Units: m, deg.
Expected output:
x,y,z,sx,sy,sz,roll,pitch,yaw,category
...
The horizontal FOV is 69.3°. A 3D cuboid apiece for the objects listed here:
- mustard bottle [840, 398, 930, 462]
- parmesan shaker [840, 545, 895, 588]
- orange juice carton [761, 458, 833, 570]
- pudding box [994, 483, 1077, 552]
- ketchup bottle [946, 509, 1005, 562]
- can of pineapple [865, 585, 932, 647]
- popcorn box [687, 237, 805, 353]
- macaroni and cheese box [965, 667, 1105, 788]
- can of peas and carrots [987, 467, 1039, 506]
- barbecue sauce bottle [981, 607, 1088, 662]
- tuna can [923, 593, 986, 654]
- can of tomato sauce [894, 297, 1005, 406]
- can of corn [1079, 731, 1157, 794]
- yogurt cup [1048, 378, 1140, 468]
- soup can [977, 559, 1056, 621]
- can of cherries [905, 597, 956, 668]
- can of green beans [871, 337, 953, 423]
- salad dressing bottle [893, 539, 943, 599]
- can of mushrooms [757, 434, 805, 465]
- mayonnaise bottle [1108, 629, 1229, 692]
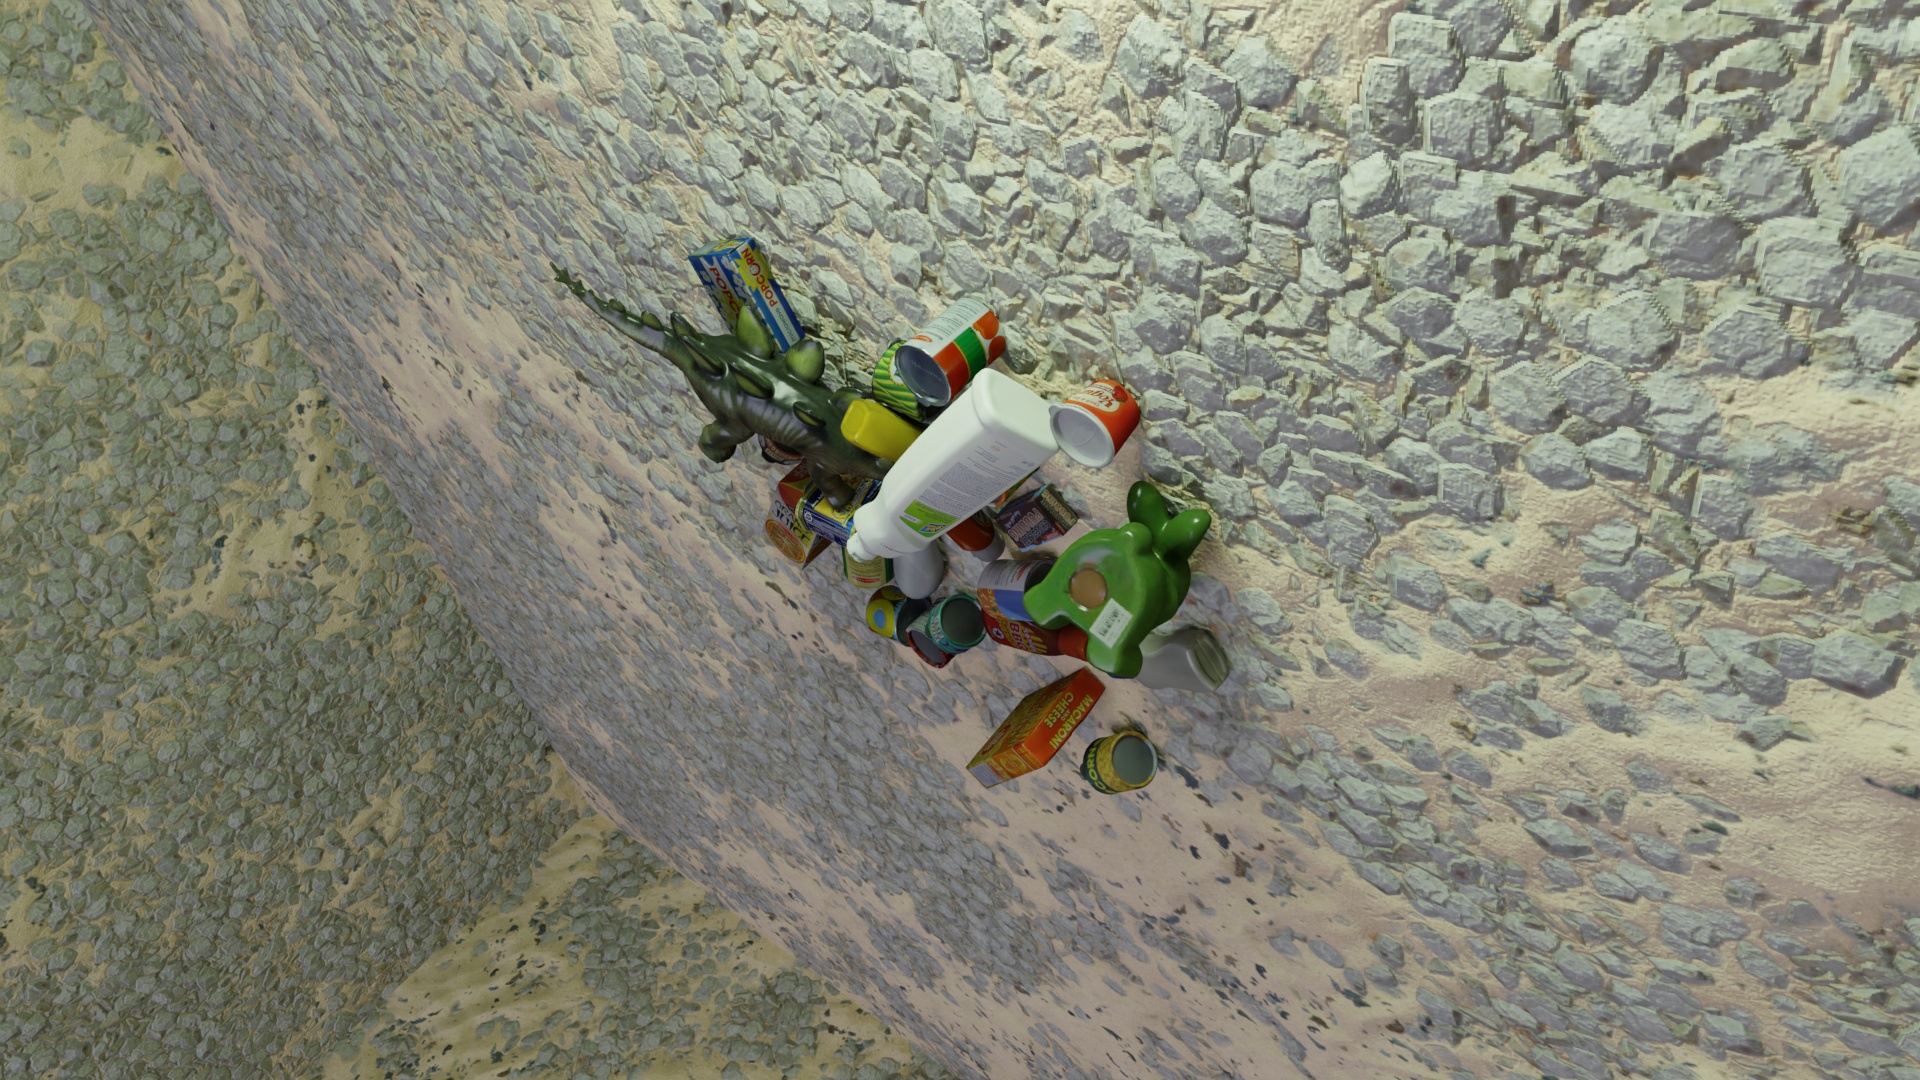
x,y,z,sx,sy,sz,roll,pitch,yaw,category
-0.042,-0.096,1.408,0.160,0.048,0.065,20,-169,-32,mustard bottle
-0.106,0.000,1.644,0.071,0.071,0.102,32,148,24,parmesan shaker
-0.179,-0.044,1.675,0.073,0.072,0.191,43,152,6,orange juice carton
0.076,-0.022,1.406,0.049,0.030,0.083,50,152,-9,pudding box
0.005,-0.018,1.436,0.065,0.043,0.148,60,-172,28,ketchup bottle
-0.075,0.091,1.717,0.058,0.071,0.070,16,140,43,can of pineapple
-0.230,-0.262,1.499,0.085,0.038,0.126,10,135,49,popcorn box
0.086,0.218,1.603,0.040,0.124,0.166,45,152,-4,macaroni and cheese box
0.035,-0.077,1.360,0.071,0.059,0.070,32,149,23,can of peas and carrots
0.091,0.099,1.527,0.148,0.044,0.064,14,138,44,barbecue sauce bottle
-0.005,0.098,1.626,0.071,0.071,0.032,48,150,-3,tuna can
-0.008,-0.171,1.271,0.071,0.083,0.070,33,149,23,can of tomato sauce
0.180,0.253,1.578,0.071,0.071,0.058,49,150,-5,can of corn
0.120,-0.105,1.215,0.072,0.054,0.072,33,149,23,yogurt cup
0.069,0.055,1.476,0.083,0.071,0.071,0,127,54,soup can
-0.023,0.114,1.683,0.071,0.058,0.071,33,148,24,can of cherries
-0.044,-0.155,1.358,0.058,0.071,0.071,28,147,28,can of green beans
-0.048,0.009,1.598,0.064,0.044,0.146,36,149,22,salad dressing bottle
-0.199,-0.121,1.604,0.071,0.071,0.033,50,150,-7,can of mushrooms
0.203,0.123,1.412,0.148,0.041,0.064,-8,120,57,mayonnaise bottle
